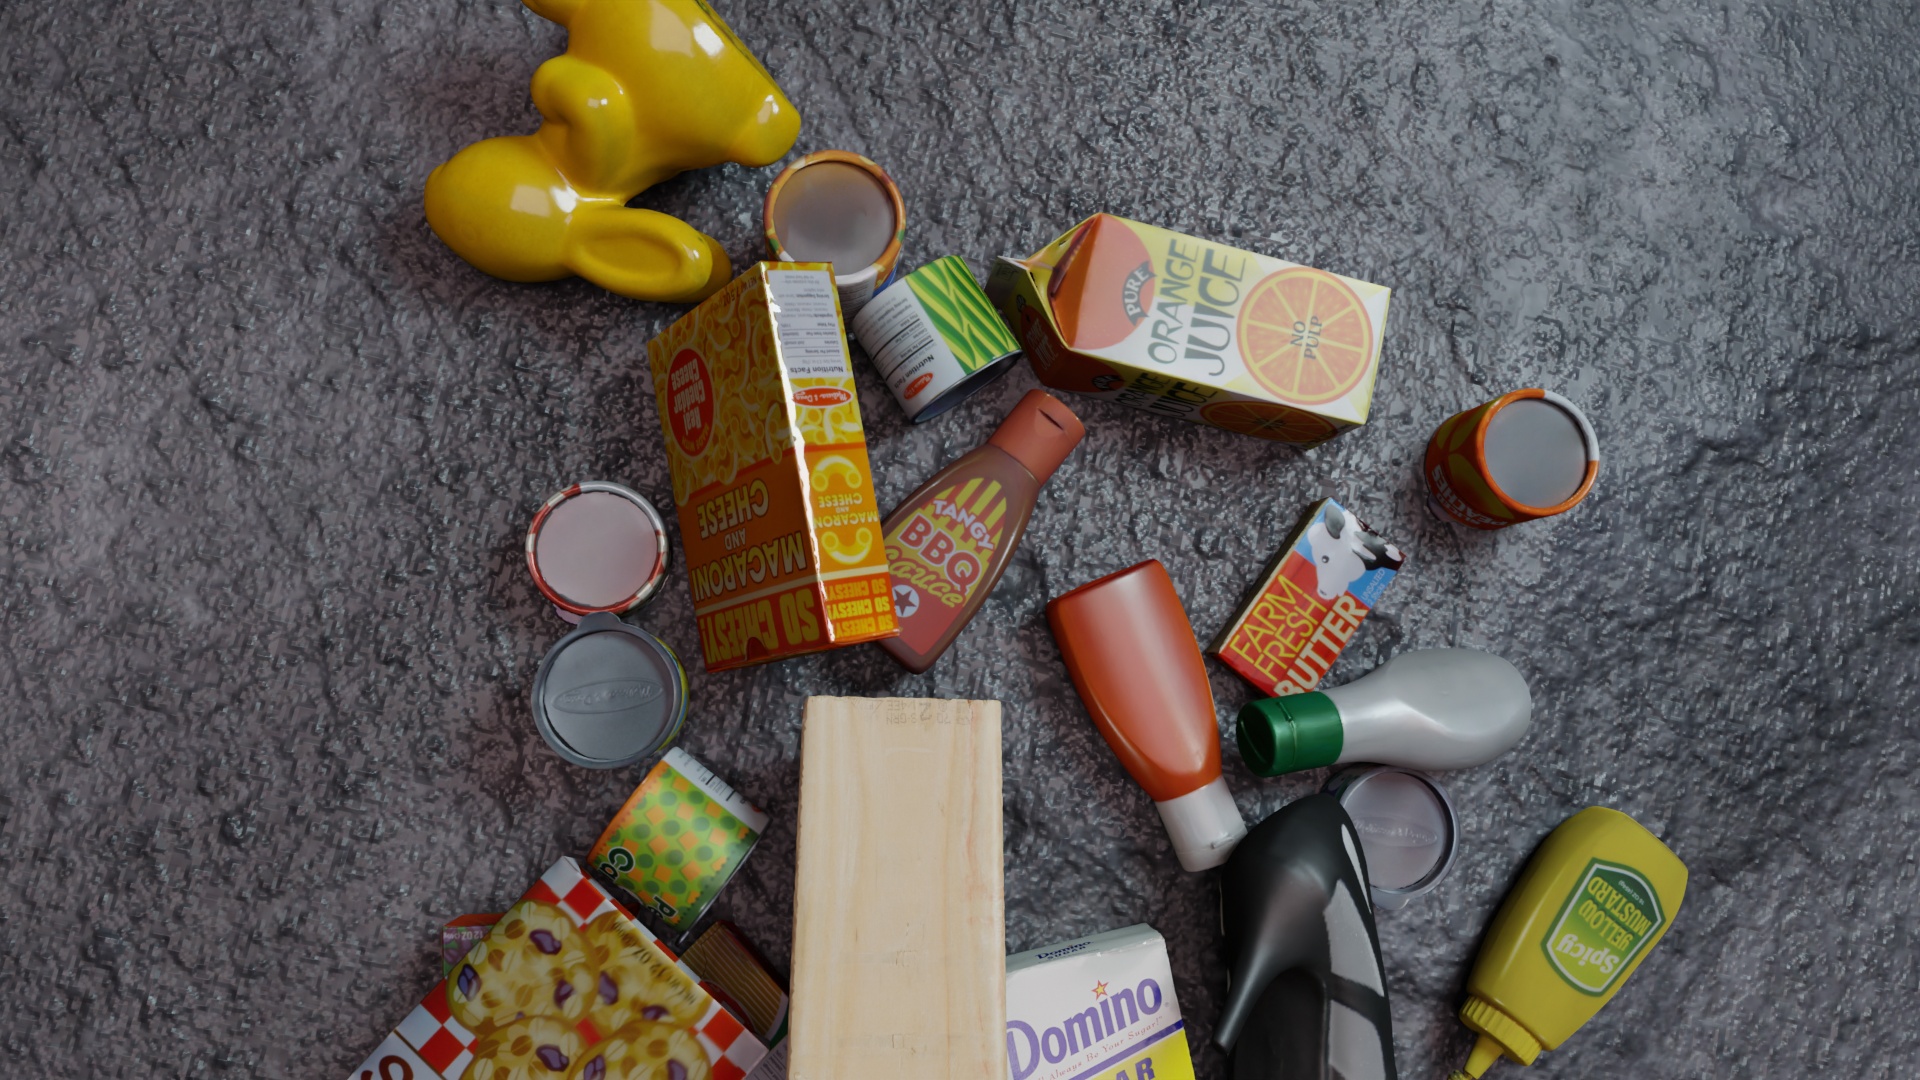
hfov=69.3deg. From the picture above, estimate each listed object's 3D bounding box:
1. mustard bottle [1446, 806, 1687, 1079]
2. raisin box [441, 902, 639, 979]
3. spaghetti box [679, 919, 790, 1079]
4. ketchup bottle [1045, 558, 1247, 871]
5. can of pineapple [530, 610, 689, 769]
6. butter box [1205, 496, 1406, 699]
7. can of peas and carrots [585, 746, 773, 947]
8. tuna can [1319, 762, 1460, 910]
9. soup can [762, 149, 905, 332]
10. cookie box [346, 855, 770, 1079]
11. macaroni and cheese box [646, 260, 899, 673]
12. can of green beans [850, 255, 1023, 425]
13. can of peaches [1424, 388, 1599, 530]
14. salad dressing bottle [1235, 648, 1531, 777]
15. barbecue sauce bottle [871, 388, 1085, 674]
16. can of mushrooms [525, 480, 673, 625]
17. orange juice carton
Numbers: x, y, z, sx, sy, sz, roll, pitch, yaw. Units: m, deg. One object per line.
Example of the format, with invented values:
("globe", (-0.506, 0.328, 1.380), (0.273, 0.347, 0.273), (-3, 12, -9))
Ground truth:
("mustard bottle", (0.294, 0.210, 0.692), (0.065, 0.048, 0.160), (40, 80, 0))
("raisin box", (-0.189, 0.233, 0.634), (0.086, 0.040, 0.123), (-1, 84, -8))
("spaghetti box", (-0.042, 0.281, 0.628), (0.050, 0.028, 0.250), (-44, 78, -9))
("ketchup bottle", (0.098, 0.087, 0.685), (0.065, 0.043, 0.149), (-22, 87, -10))
("can of pineapple", (-0.161, 0.071, 0.648), (0.071, 0.058, 0.071), (1, 83, -7))
("butter box", (0.177, 0.034, 0.711), (0.053, 0.024, 0.103), (37, 80, -1))
("can of peas and carrots", (-0.130, 0.140, 0.638), (0.059, 0.071, 0.071), (38, 81, -1))
("tuna can", (0.212, 0.148, 0.697), (0.071, 0.033, 0.071), (1, 83, -7))
("soup can", (-0.062, -0.146, 0.673), (0.071, 0.083, 0.071), (1, 83, -7))
("cookie box", (-0.183, 0.238, 0.586), (0.123, 0.040, 0.168), (42, 74, 4))
("macaroni and cheese box", (-0.090, -0.028, 0.635), (0.040, 0.123, 0.166), (-7, 84, -36))
("can of green beans", (-0.012, -0.098, 0.682), (0.071, 0.071, 0.058), (-32, 88, -9))
("can of peaches", (0.282, -0.039, 0.716), (0.071, 0.058, 0.071), (1, 83, -7))
("salad dressing bottle", (0.207, 0.087, 0.680), (0.148, 0.043, 0.064), (-5, 43, -21))
("barbecue sauce bottle", (0.002, -0.009, 0.685), (0.065, 0.043, 0.149), (40, 80, 0))
("can of mushrooms", (-0.174, 0.007, 0.666), (0.071, 0.033, 0.071), (1, 83, -8))
("orange juice carton", (0.106, -0.107, 0.695), (0.193, 0.071, 0.073), (13, 81, -6))
